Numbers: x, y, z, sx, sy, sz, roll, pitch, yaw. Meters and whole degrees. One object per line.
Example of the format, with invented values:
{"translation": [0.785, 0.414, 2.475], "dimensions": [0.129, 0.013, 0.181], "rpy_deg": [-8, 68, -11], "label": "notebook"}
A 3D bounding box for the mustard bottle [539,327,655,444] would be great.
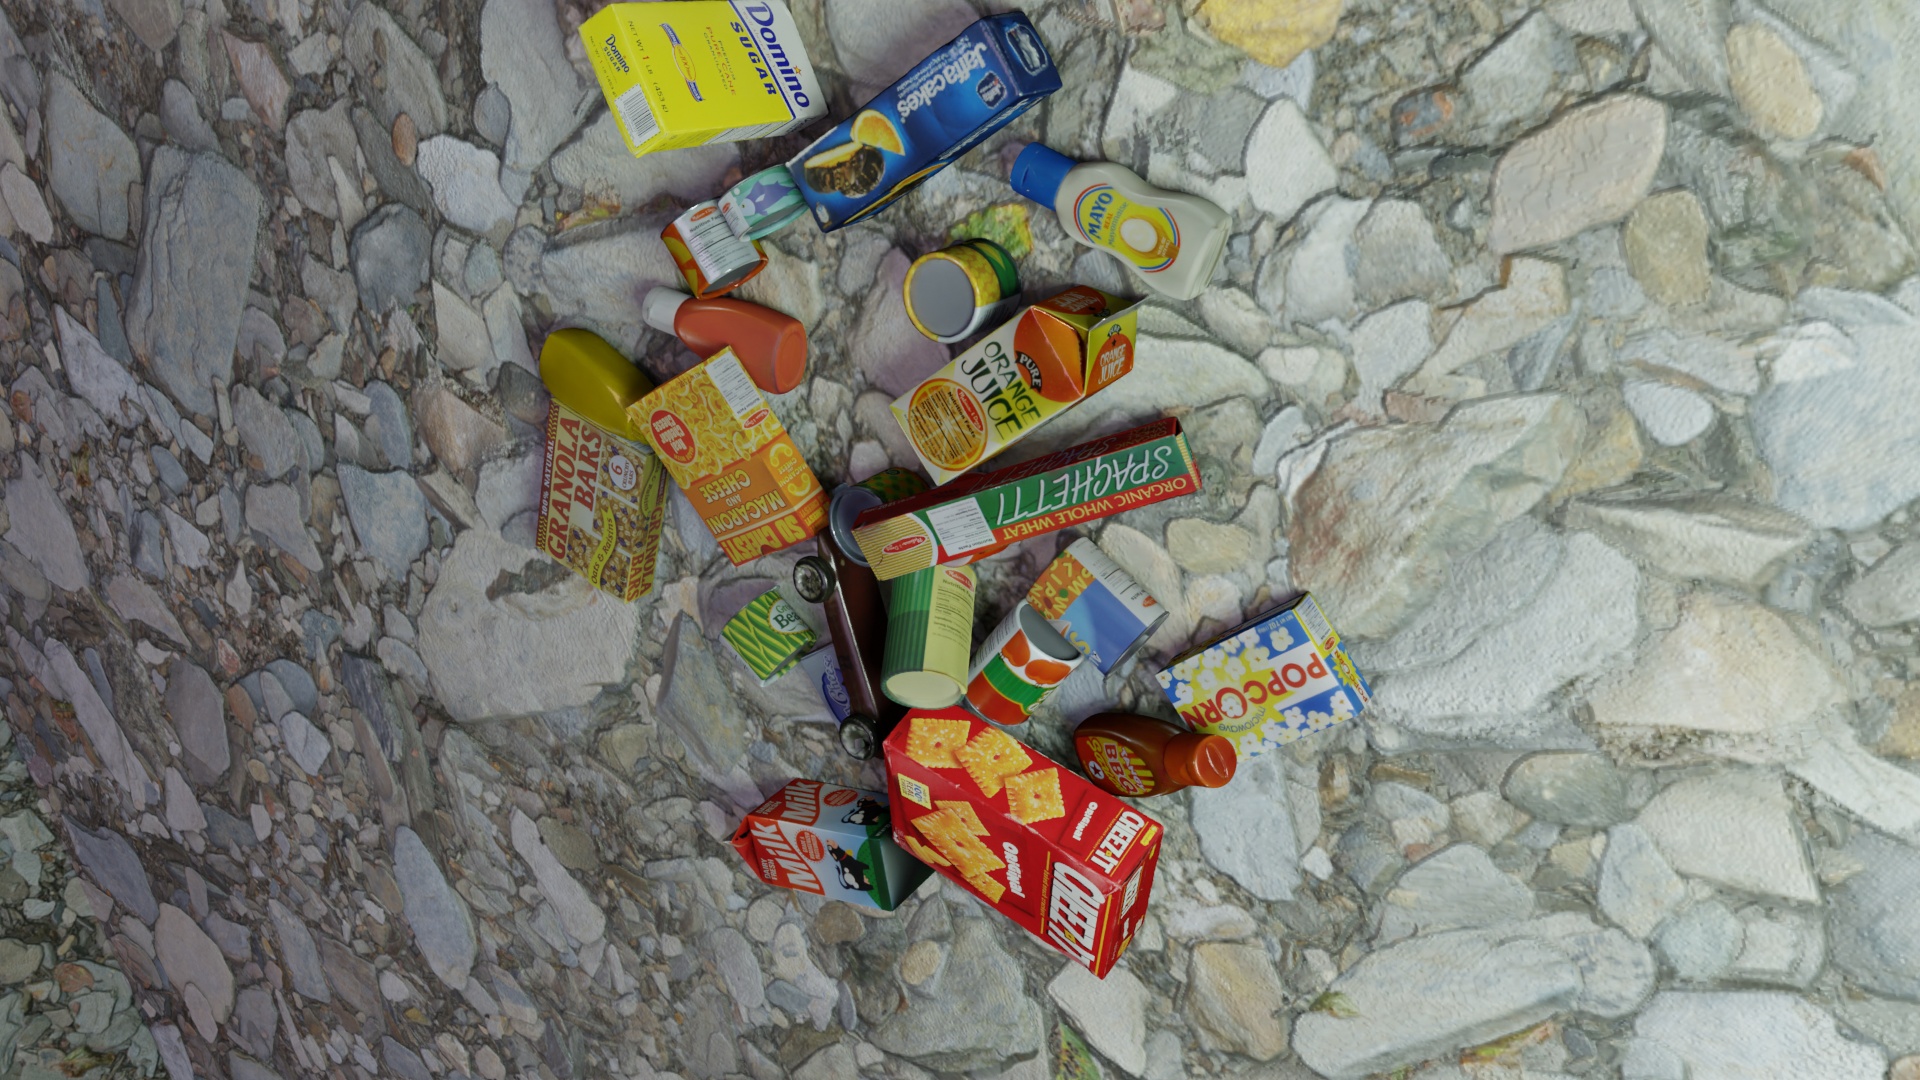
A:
{"translation": [-0.303, -0.126, 1.228], "dimensions": [0.160, 0.049, 0.065], "rpy_deg": [37, 125, 16], "label": "mustard bottle"}

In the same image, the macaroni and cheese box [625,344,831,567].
{"translation": [-0.190, -0.065, 1.152], "dimensions": [0.123, 0.040, 0.166], "rpy_deg": [-19, 108, 47], "label": "macaroni and cheese box"}

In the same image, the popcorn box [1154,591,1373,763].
{"translation": [0.211, 0.100, 0.972], "dimensions": [0.126, 0.038, 0.085], "rpy_deg": [-32, 90, 39], "label": "popcorn box"}

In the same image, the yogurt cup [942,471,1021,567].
{"translation": [0.004, -0.013, 1.059], "dimensions": [0.072, 0.054, 0.072], "rpy_deg": [14, 116, 30], "label": "yogurt cup"}

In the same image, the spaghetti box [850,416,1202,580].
{"translation": [0.045, -0.028, 0.983], "dimensions": [0.250, 0.029, 0.050], "rpy_deg": [-16, 119, 19], "label": "spaghetti box"}

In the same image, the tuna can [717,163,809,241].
{"translation": [-0.146, -0.258, 1.057], "dimensions": [0.071, 0.071, 0.033], "rpy_deg": [-25, 95, 39], "label": "tuna can"}

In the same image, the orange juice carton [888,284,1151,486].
{"translation": [0.047, -0.116, 0.975], "dimensions": [0.192, 0.072, 0.073], "rpy_deg": [-30, 90, 39], "label": "orange juice carton"}

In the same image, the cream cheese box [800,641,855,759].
{"translation": [-0.093, 0.136, 1.206], "dimensions": [0.053, 0.024, 0.103], "rpy_deg": [-28, 92, 39], "label": "cream cheese box"}

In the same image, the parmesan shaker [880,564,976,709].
{"translation": [-0.027, 0.069, 1.068], "dimensions": [0.071, 0.103, 0.071], "rpy_deg": [4, 145, 3], "label": "parmesan shaker"}

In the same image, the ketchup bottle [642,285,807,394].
{"translation": [-0.196, -0.171, 1.138], "dimensions": [0.149, 0.044, 0.064], "rpy_deg": [24, 124, 25], "label": "ketchup bottle"}

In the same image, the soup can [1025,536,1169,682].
{"translation": [0.097, 0.050, 1.011], "dimensions": [0.084, 0.072, 0.071], "rpy_deg": [43, 127, 13], "label": "soup can"}

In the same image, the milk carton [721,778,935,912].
{"translation": [-0.123, 0.269, 1.251], "dimensions": [0.190, 0.073, 0.073], "rpy_deg": [3, 111, 34], "label": "milk carton"}

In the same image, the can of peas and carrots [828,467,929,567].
{"translation": [-0.063, -0.021, 1.098], "dimensions": [0.071, 0.059, 0.070], "rpy_deg": [13, 115, 31], "label": "can of peas and carrots"}

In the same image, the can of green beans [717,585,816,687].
{"translation": [-0.168, 0.085, 1.210], "dimensions": [0.058, 0.071, 0.071], "rpy_deg": [47, 128, 9], "label": "can of green beans"}

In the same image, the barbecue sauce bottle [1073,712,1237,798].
{"translation": [0.141, 0.156, 1.004], "dimensions": [0.065, 0.044, 0.148], "rpy_deg": [62, 154, -8], "label": "barbecue sauce bottle"}

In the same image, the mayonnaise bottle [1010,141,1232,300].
{"translation": [0.102, -0.216, 0.915], "dimensions": [0.148, 0.041, 0.064], "rpy_deg": [32, 126, 20], "label": "mayonnaise bottle"}

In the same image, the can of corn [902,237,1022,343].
{"translation": [-0.001, -0.180, 0.990], "dimensions": [0.071, 0.058, 0.071], "rpy_deg": [14, 116, 30], "label": "can of corn"}

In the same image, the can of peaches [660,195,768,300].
{"translation": [-0.194, -0.231, 1.101], "dimensions": [0.071, 0.071, 0.058], "rpy_deg": [-30, 91, 39], "label": "can of peaches"}

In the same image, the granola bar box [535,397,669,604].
{"translation": [-0.334, -0.039, 1.292], "dimensions": [0.124, 0.039, 0.164], "rpy_deg": [29, 123, 22], "label": "granola bar box"}

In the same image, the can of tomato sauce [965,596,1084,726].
{"translation": [0.050, 0.093, 1.064], "dimensions": [0.071, 0.071, 0.082], "rpy_deg": [46, 127, 10], "label": "can of tomato sauce"}
